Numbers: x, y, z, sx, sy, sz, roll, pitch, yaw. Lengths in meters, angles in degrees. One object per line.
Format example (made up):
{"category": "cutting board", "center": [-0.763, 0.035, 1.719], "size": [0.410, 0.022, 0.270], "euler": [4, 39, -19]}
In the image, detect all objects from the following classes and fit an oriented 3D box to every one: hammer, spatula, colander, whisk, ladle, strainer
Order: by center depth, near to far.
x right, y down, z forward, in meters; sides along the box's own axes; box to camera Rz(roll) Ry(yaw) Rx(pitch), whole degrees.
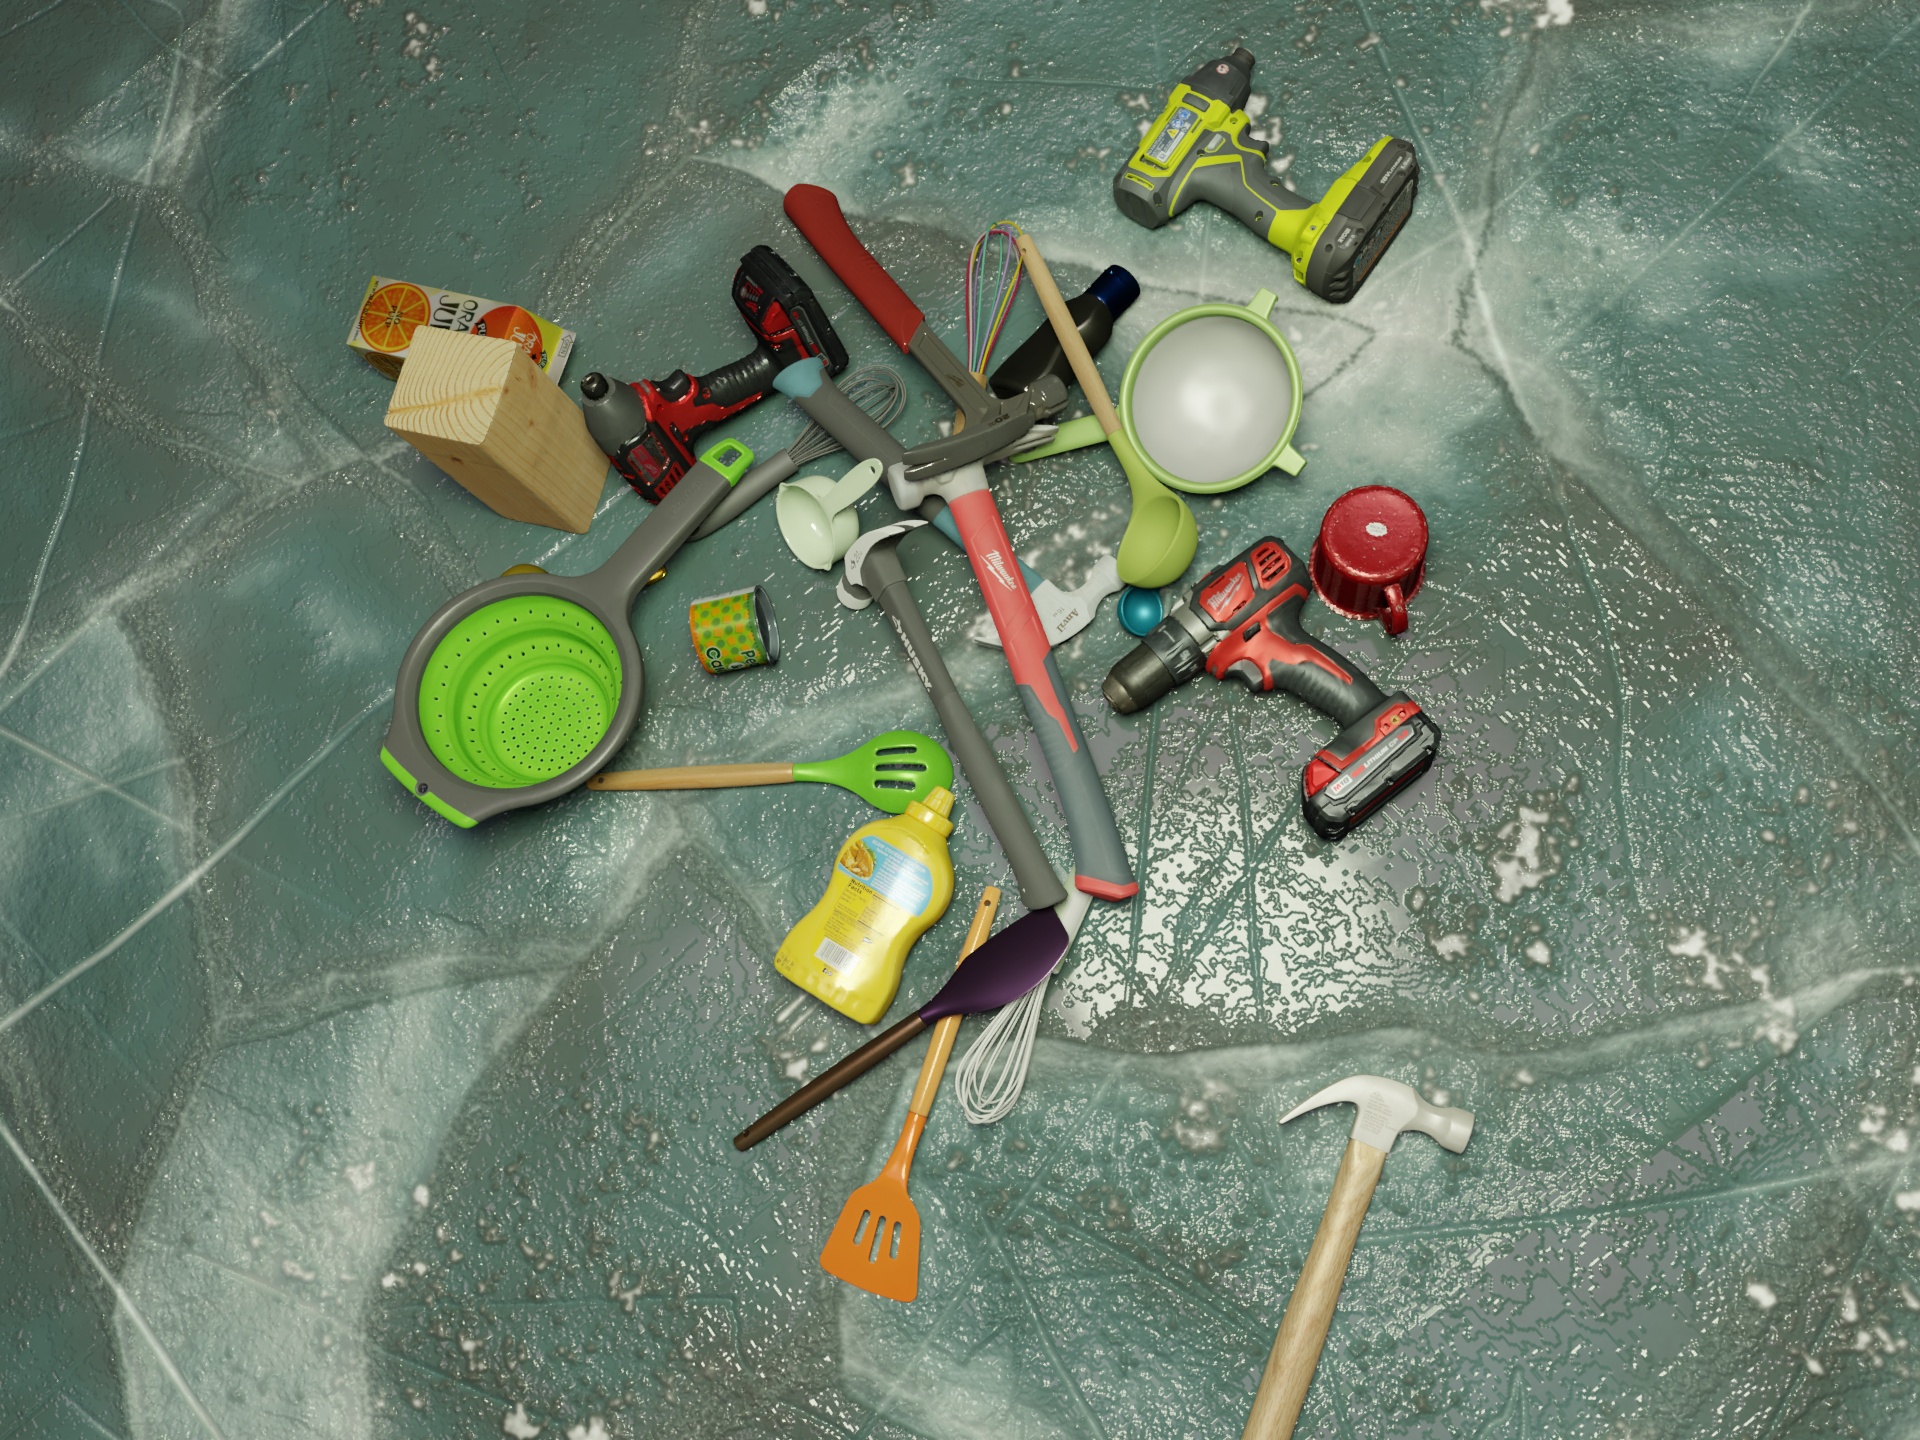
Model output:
{"category": "hammer", "center": [0.255, 0.416, 1.154], "size": [0.130, 0.031, 0.331], "euler": [20, 81, 14]}
{"category": "whisk", "center": [0.062, 0.198, 1.235], "size": [0.057, 0.059, 0.246], "euler": [31, 77, -23]}
{"category": "spatula", "center": [-0.049, 0.247, 1.236], "size": [0.316, 0.018, 0.060], "euler": [-35, 48, 8]}
{"category": "spatula", "center": [-0.024, 0.284, 1.242], "size": [0.081, 0.041, 0.323], "euler": [16, 76, 14]}
{"category": "hammer", "center": [-0.002, -0.004, 1.254], "size": [0.035, 0.146, 0.335], "euler": [-21, 76, -25]}
{"category": "hammer", "center": [0.073, -0.046, 1.254], "size": [0.143, 0.038, 0.386], "euler": [-19, 80, -8]}
{"category": "ladle", "center": [0.106, -0.254, 1.281], "size": [0.078, 0.062, 0.320], "euler": [-34, 76, 45]}
{"category": "hammer", "center": [-0.023, -0.183, 1.317], "size": [0.331, 0.033, 0.128], "euler": [43, 87, 5]}
{"category": "strainer", "center": [0.164, -0.251, 1.323], "size": [0.256, 0.069, 0.151], "euler": [-10, 89, 25]}
{"category": "hammer", "center": [-0.065, -0.342, 1.339], "size": [0.149, 0.036, 0.359], "euler": [-27, 57, -15]}
{"category": "colander", "center": [-0.306, -0.074, 1.346], "size": [0.204, 0.094, 0.397], "euler": [36, 76, 16]}
{"category": "whisk", "center": [0.018, -0.318, 1.368], "size": [0.047, 0.051, 0.245], "euler": [8, 81, 6]}
{"category": "whisk", "center": [-0.149, -0.228, 1.375], "size": [0.239, 0.055, 0.055], "euler": [-35, 73, 5]}

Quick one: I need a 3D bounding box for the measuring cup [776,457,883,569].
{"category": "measuring cup", "center": [-0.095, -0.182, 1.304], "size": [0.038, 0.167, 0.083], "euler": [-30, 91, -36]}

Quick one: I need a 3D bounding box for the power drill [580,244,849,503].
{"category": "power drill", "center": [-0.216, -0.293, 1.351], "size": [0.219, 0.143, 0.079], "euler": [-38, 56, -2]}

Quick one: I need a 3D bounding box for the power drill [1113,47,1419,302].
{"category": "power drill", "center": [0.264, -0.465, 1.343], "size": [0.223, 0.080, 0.171], "euler": [34, 85, 19]}

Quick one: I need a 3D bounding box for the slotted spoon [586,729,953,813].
{"category": "slotted spoon", "center": [-0.163, 0.046, 1.321], "size": [0.314, 0.031, 0.070], "euler": [-3, 74, 11]}

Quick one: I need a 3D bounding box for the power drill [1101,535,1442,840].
{"category": "power drill", "center": [0.239, -0.013, 1.239], "size": [0.188, 0.080, 0.227], "euler": [-38, 71, -1]}

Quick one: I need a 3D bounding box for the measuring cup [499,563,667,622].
{"category": "measuring cup", "center": [-0.334, -0.119, 1.388], "size": [0.156, 0.029, 0.062], "euler": [-11, 75, 9]}

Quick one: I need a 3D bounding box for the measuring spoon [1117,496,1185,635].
{"category": "measuring spoon", "center": [0.158, -0.127, 1.310], "size": [0.042, 0.021, 0.129], "euler": [30, 71, -26]}
